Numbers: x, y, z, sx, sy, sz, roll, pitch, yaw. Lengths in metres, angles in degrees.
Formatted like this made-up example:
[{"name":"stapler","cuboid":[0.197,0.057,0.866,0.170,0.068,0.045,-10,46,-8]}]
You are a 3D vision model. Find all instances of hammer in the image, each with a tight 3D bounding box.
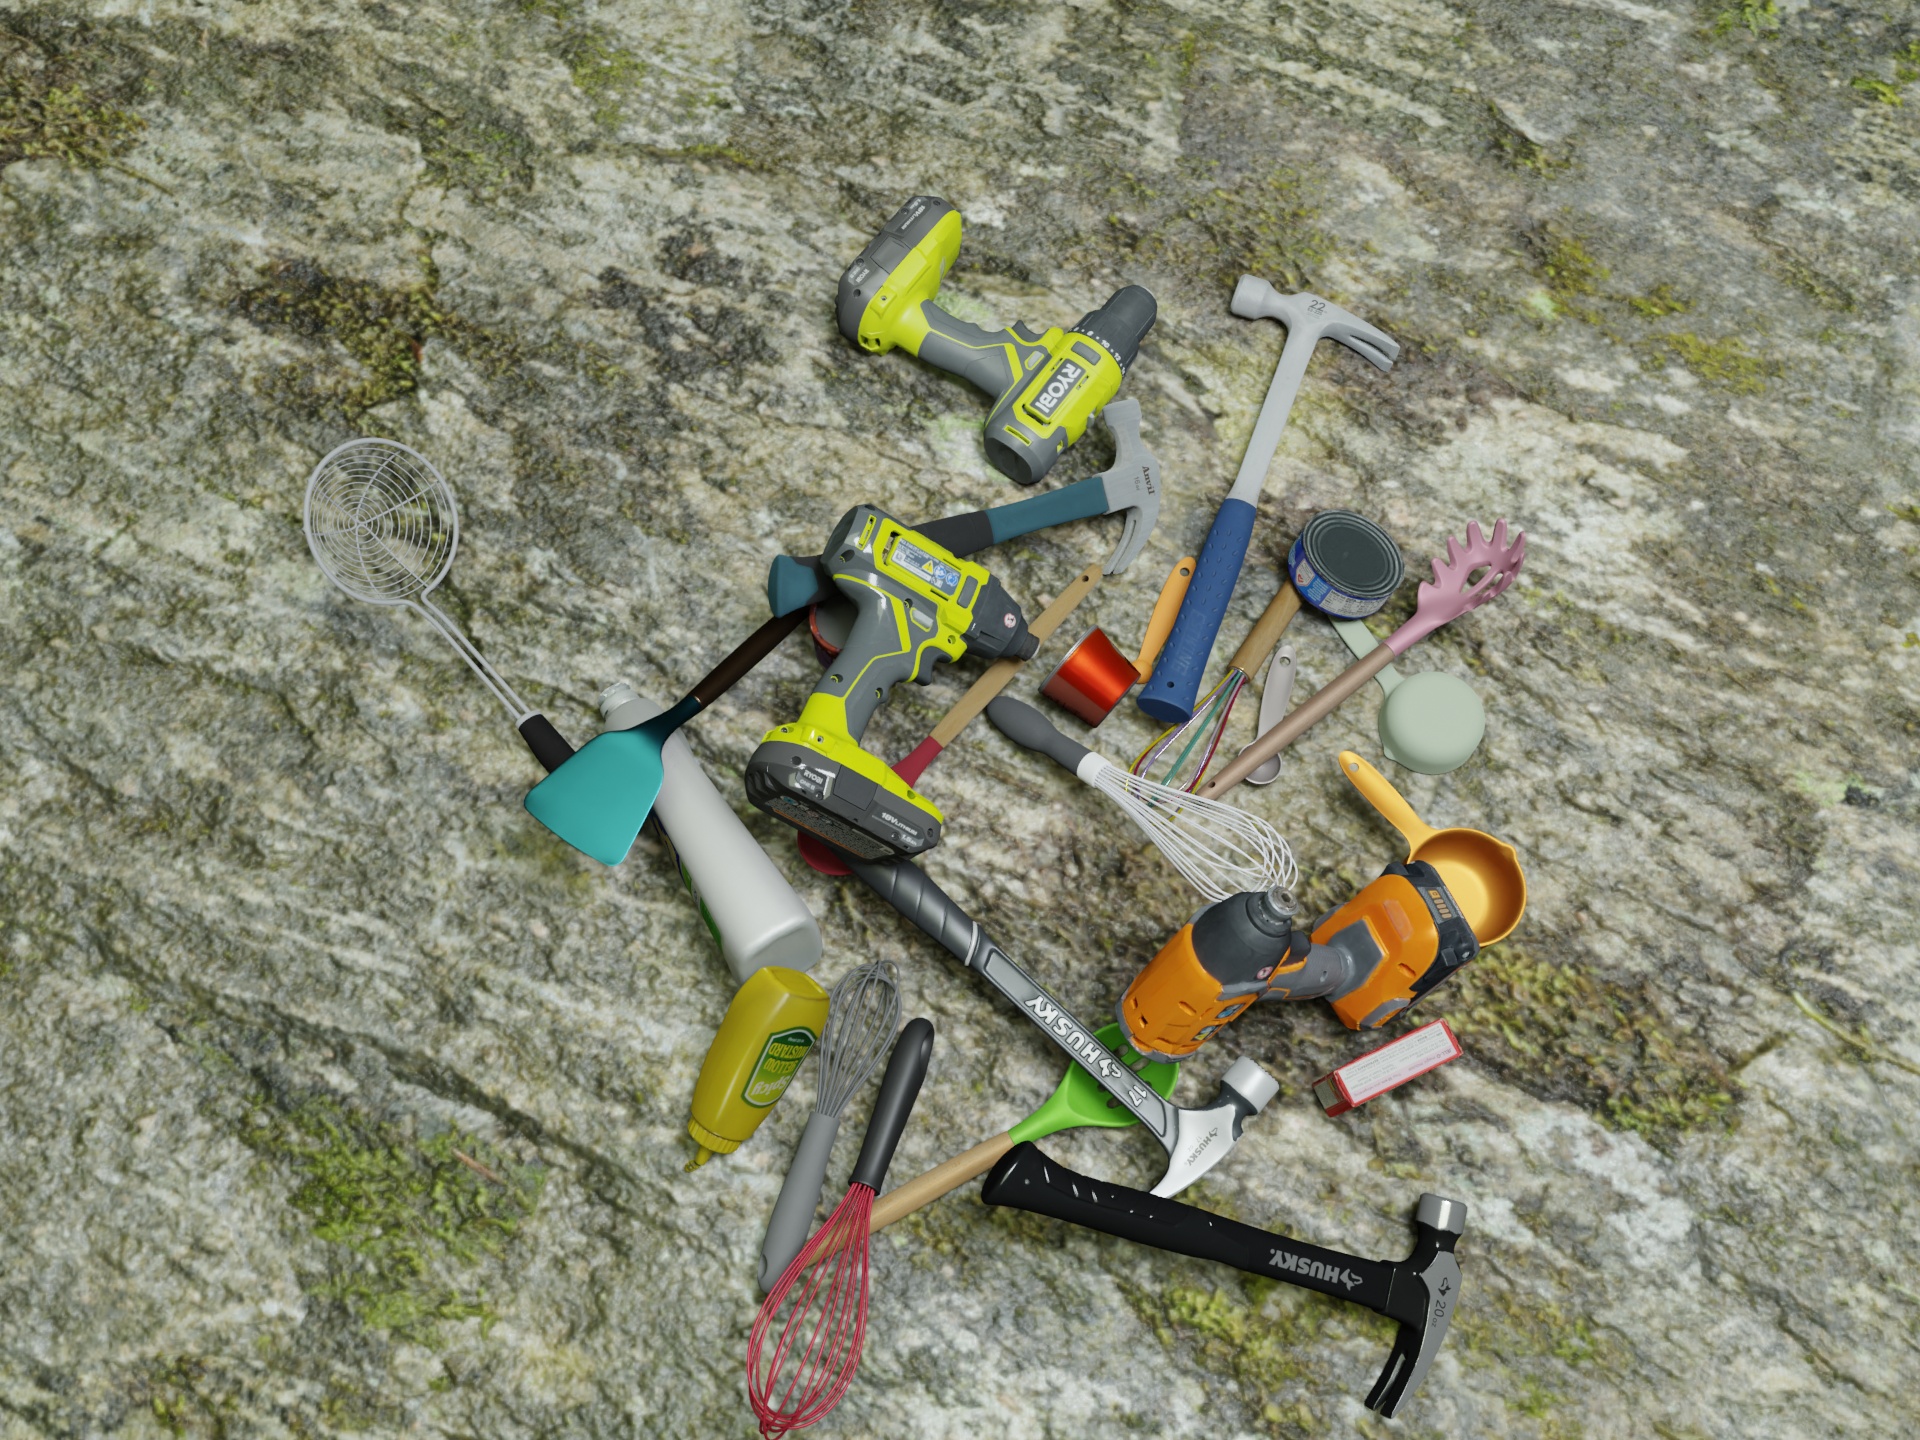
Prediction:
[{"name":"hammer","cuboid":[0.172,0.346,1.041,0.334,0.035,0.146,19,77,-11]},{"name":"hammer","cuboid":[0.230,-0.177,1.254,0.144,0.035,0.406,20,67,7]},{"name":"hammer","cuboid":[0.007,-0.144,1.206,0.331,0.033,0.128,-19,100,-20]},{"name":"hammer","cuboid":[0.019,0.175,1.118,0.409,0.036,0.149,40,80,13]}]

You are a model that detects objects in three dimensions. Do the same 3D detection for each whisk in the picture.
[{"name":"whisk","cuboid":[-0.071,0.331,1.063,0.073,0.073,0.296,18,57,6]},{"name":"whisk","cuboid":[0.199,-0.021,1.215,0.047,0.051,0.245,31,71,16]},{"name":"whisk","cuboid":[-0.092,0.277,1.103,0.055,0.055,0.239,17,71,6]},{"name":"whisk","cuboid":[0.120,0.051,1.144,0.285,0.070,0.070,33,73,34]}]

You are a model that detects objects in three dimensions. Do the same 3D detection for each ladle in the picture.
[{"name":"ladle","cuboid":[-0.002,-0.004,1.199,0.069,0.031,0.315,42,82,15]}]

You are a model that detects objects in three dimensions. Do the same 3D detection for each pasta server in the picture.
[{"name":"pasta server","cuboid":[0.300,-0.041,1.195,0.316,0.040,0.060,-38,48,-6]}]

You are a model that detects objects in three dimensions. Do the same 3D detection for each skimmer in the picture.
[{"name":"skimmer","cuboid":[-0.359,-0.060,1.203,0.363,0.090,0.127,46,46,12]}]

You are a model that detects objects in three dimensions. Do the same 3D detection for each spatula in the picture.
[{"name":"spatula","cuboid":[-0.183,-0.019,1.161,0.082,0.044,0.317,32,46,11]}]

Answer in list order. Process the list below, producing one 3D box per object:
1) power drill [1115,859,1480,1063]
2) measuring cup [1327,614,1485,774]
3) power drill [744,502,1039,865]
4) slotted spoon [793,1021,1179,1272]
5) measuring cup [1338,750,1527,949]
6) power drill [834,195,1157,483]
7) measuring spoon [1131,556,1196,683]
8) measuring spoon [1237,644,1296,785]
[{"name":"power drill","cuboid":[0.231,0.152,1.050,0.226,0.164,0.084,-3,54,-32]},{"name":"measuring cup","cuboid":[0.335,-0.036,1.220,0.083,0.038,0.168,-32,75,-10]},{"name":"power drill","cuboid":[-0.043,-0.019,1.116,0.171,0.080,0.223,30,67,-19]},{"name":"slotted spoon","cuboid":[0.012,0.304,1.110,0.314,0.031,0.070,-28,73,-7]},{"name":"measuring cup","cuboid":[0.334,0.095,1.169,0.095,0.052,0.174,-36,73,-11]},{"name":"power drill","cuboid":[0.031,-0.325,1.303,0.228,0.080,0.190,36,76,9]},{"name":"measuring spoon","cuboid":[0.160,-0.081,1.250,0.021,0.011,0.117,23,73,8]},{"name":"measuring spoon","cuboid":[0.239,-0.003,1.225,0.034,0.018,0.124,16,65,8]}]
